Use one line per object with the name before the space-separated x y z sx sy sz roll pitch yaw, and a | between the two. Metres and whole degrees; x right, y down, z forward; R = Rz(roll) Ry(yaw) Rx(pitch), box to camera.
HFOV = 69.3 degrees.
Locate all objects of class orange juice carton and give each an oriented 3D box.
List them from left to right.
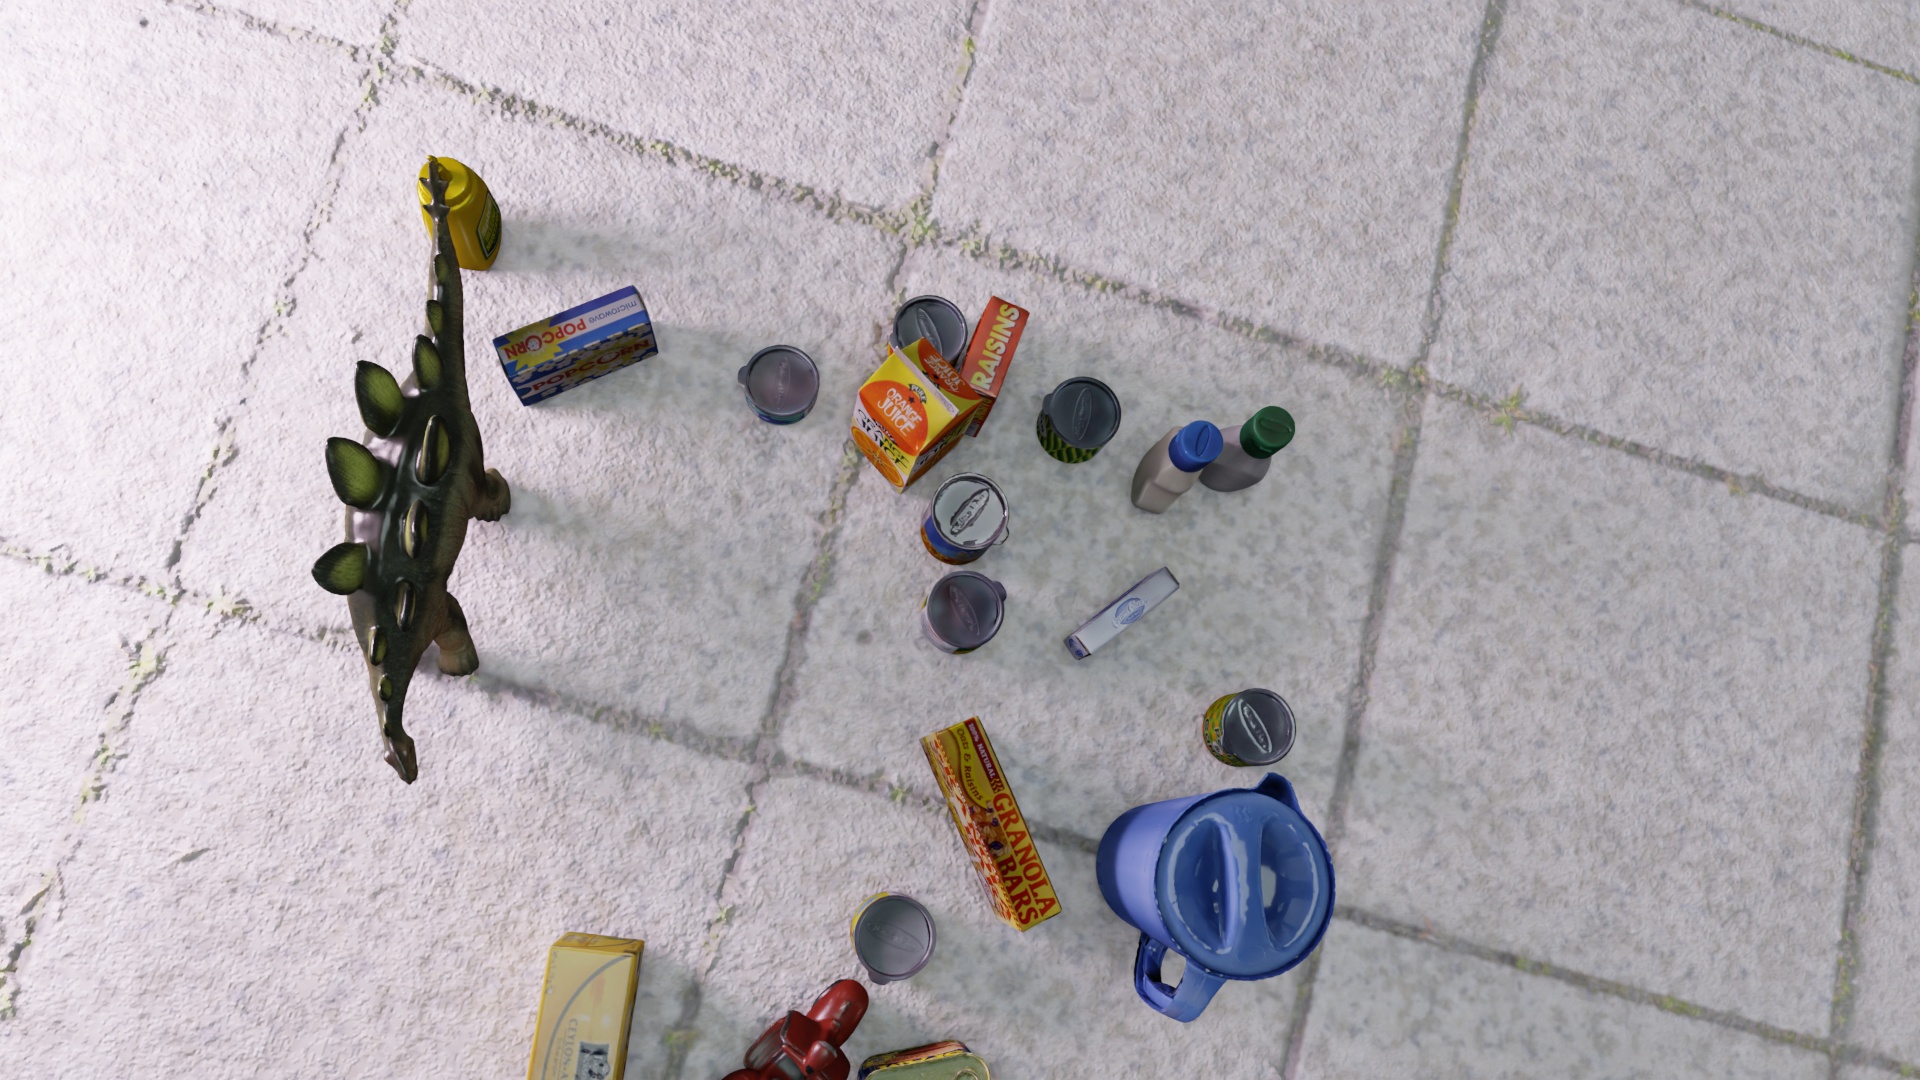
orange juice carton | -0.038 -0.106 1.151 0.073 0.192 0.072 -41 87 -13

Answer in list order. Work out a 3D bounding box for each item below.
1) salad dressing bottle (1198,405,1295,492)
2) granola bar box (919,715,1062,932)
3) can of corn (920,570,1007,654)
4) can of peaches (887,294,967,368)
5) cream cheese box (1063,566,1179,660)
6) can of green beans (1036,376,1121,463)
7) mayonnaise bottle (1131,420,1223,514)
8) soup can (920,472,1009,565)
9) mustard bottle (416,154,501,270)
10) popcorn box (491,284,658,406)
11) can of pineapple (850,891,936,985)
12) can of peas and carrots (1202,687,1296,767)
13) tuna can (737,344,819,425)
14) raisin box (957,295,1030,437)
salad dressing bottle | 0.248 -0.080 1.210 0.064 0.147 0.044 19 77 -4
granola bar box | 0.023 0.227 1.128 0.039 0.124 0.165 -22 83 -12
can of corn | 0.003 0.062 1.192 0.071 0.058 0.071 2 79 -8
can of peaches | -0.032 -0.177 1.235 0.071 0.058 0.071 2 79 -8
cream cheese box | 0.140 0.064 1.214 0.104 0.053 0.024 -36 86 -13
can of green beans | 0.105 -0.107 1.241 0.071 0.057 0.071 2 79 -8
mayonnaise bottle | 0.187 -0.067 1.198 0.041 0.147 0.065 21 77 -4
soup can | 0.004 -0.015 1.195 0.071 0.083 0.071 2 79 -8
mustard bottle | -0.416 -0.276 1.147 0.049 0.160 0.065 10 78 -6
popcorn box | -0.323 -0.164 1.177 0.127 0.085 0.038 -24 84 -12
can of pineapple | -0.057 0.322 1.131 0.071 0.057 0.071 2 79 -8
can of peas and carrots | 0.248 0.165 1.206 0.071 0.058 0.071 2 79 -8
tuna can | -0.160 -0.136 1.222 0.071 0.032 0.071 2 79 -8
raisin box | 0.019 -0.149 1.203 0.040 0.123 0.086 23 77 -3
